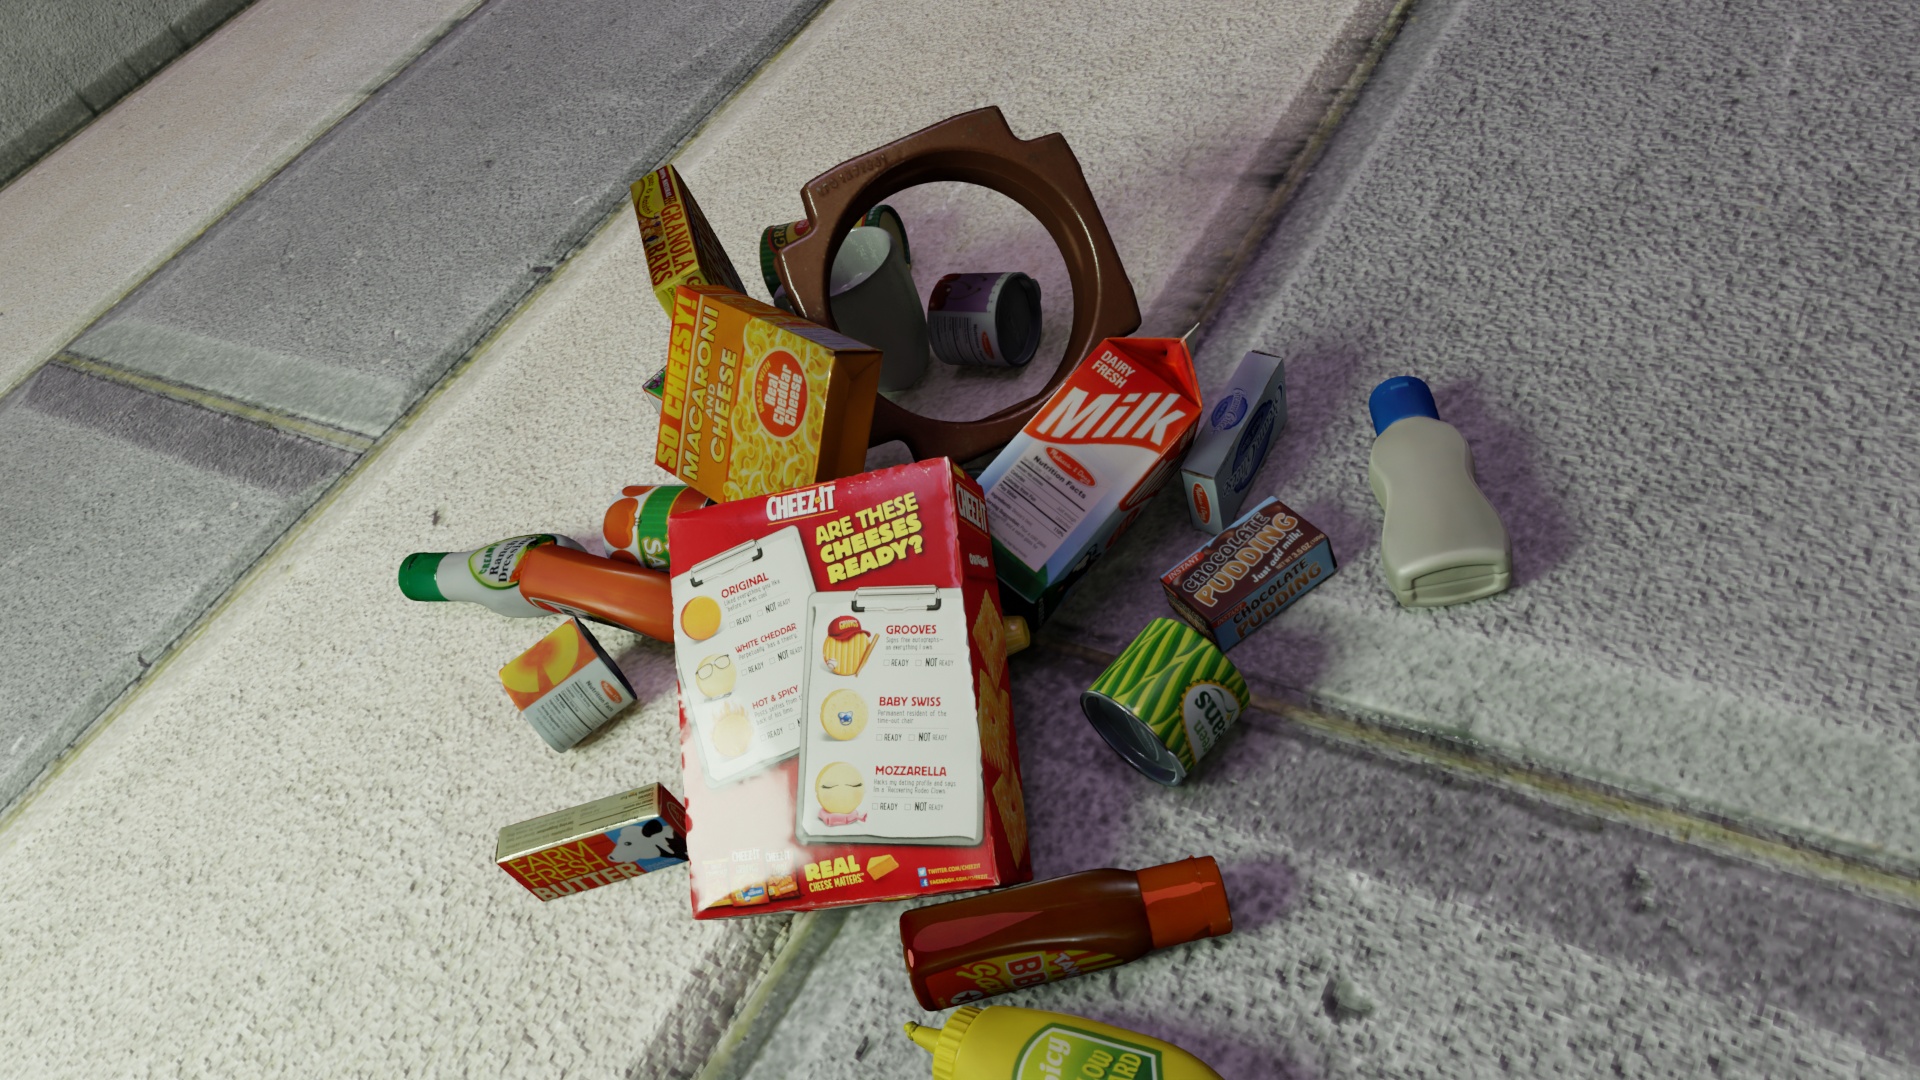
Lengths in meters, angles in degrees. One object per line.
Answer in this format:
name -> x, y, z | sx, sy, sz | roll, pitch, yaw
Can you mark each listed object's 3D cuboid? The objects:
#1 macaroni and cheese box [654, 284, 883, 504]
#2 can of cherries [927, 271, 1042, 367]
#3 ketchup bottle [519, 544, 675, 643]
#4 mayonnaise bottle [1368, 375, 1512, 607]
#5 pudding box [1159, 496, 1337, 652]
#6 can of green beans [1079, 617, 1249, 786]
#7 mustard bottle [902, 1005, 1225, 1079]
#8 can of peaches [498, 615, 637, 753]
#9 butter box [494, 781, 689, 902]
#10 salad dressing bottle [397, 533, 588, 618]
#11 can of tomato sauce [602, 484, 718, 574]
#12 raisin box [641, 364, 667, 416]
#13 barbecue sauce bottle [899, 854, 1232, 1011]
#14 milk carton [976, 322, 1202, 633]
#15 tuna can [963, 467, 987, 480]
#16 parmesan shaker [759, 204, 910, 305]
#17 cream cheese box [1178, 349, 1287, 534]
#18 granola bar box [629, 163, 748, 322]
macaroni and cheese box -> -0.121, -0.078, 0.849 | 0.040, 0.123, 0.167 | -6, 25, -43
can of cherries -> 0.018, -0.158, 0.983 | 0.058, 0.071, 0.072 | 5, 51, 31
ketchup bottle -> -0.205, 0.039, 0.893 | 0.149, 0.064, 0.043 | 13, 82, 17
mayonnaise bottle -> 0.256, -0.031, 0.765 | 0.065, 0.041, 0.149 | -11, 44, 14
pudding box -> 0.159, 0.018, 0.771 | 0.084, 0.030, 0.050 | -34, 42, -9
can of green beans -> 0.105, 0.082, 0.709 | 0.058, 0.071, 0.071 | -43, 45, -18
mustard bottle -> 0.038, 0.237, 0.602 | 0.160, 0.048, 0.065 | 8, 51, 31
can of peaches -> -0.246, 0.089, 0.869 | 0.058, 0.071, 0.071 | -37, 44, -10
butter box -> -0.202, 0.170, 0.780 | 0.103, 0.053, 0.024 | -18, 46, 10
salad dressing bottle -> -0.333, 0.025, 0.989 | 0.147, 0.043, 0.064 | -2, 47, 24
can of tomato sauce -> -0.188, -0.004, 0.932 | 0.083, 0.071, 0.071 | 1, 49, 27
raisin box -> -0.171, -0.111, 1.048 | 0.086, 0.040, 0.123 | -44, 44, -19
barbecue sauce bottle -> 0.049, 0.180, 0.646 | 0.148, 0.064, 0.044 | -13, 55, 1
milk carton -> 0.077, -0.045, 0.807 | 0.073, 0.072, 0.191 | 39, 79, 14
tuna can -> 0.003, -0.011, 0.871 | 0.071, 0.032, 0.071 | -13, 44, 13
parmesan shaker -> -0.098, -0.228, 1.107 | 0.103, 0.071, 0.072 | -6, 46, 20
cream cheese box -> 0.164, -0.058, 0.825 | 0.024, 0.053, 0.104 | 17, 58, 29
granola bar box -> -0.184, -0.180, 1.000 | 0.039, 0.123, 0.166 | -26, 42, 2
